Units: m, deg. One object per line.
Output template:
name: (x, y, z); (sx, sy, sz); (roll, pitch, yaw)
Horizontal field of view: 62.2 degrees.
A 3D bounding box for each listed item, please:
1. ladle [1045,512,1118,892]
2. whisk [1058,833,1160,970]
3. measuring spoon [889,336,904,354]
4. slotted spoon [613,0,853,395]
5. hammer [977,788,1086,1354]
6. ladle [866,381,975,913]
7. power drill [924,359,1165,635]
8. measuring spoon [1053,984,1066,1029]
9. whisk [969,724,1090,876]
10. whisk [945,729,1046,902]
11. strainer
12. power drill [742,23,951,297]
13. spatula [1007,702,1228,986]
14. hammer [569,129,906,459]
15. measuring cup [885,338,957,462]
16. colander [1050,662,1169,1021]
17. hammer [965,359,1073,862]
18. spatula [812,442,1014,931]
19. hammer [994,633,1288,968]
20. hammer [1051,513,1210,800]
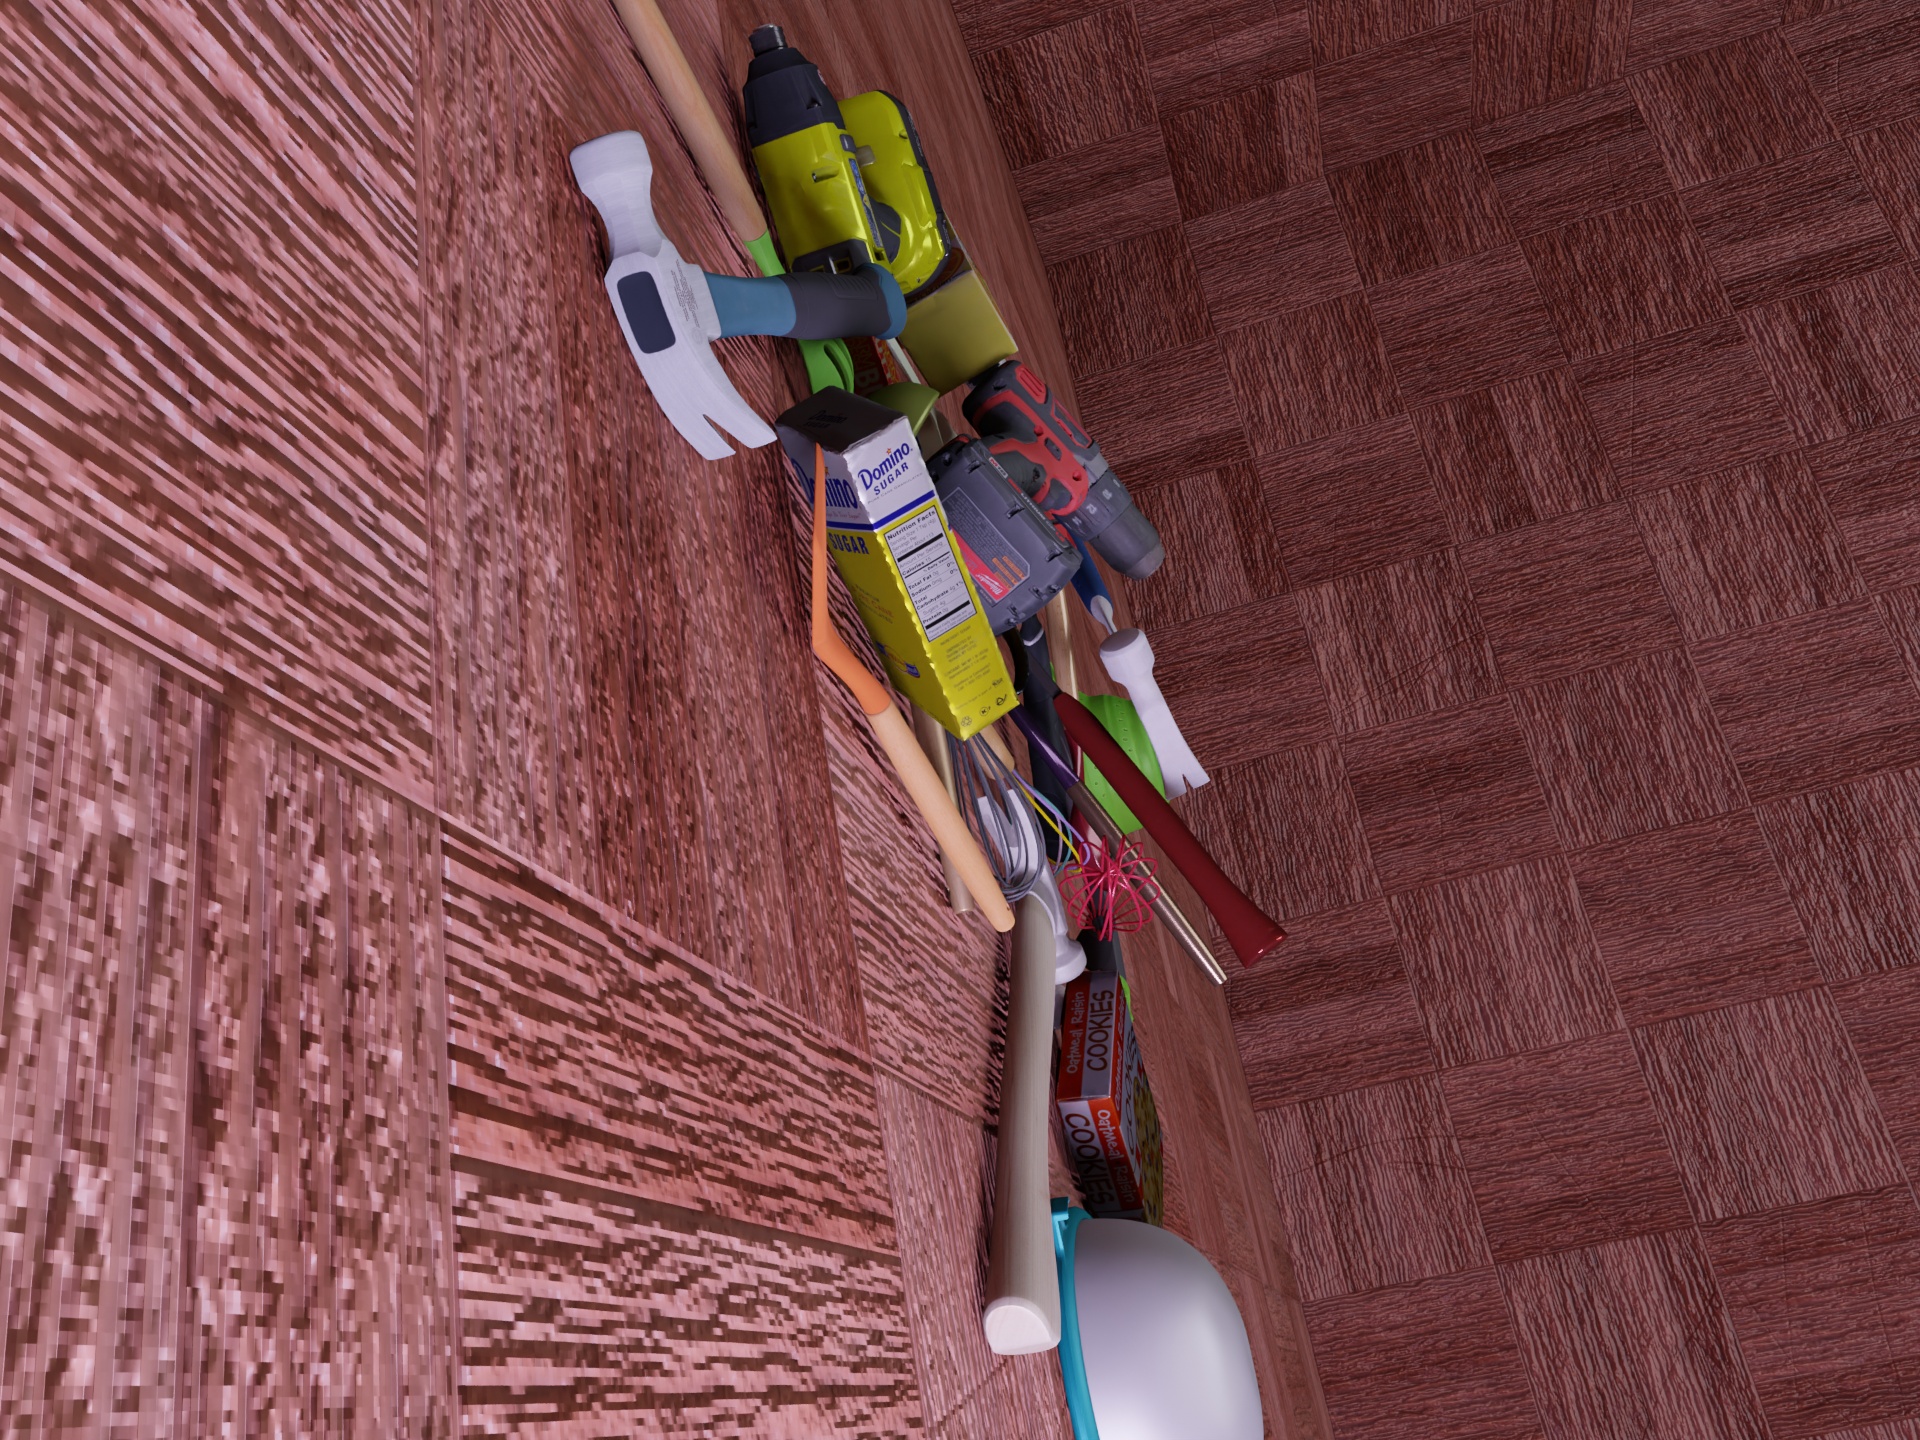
ladle: (0.086, -0.019, 1.258); (0.069, 0.031, 0.315); (18, 63, -77)
whisk: (0.107, 0.148, 1.198); (0.295, 0.073, 0.073); (88, -9, -69)
measuring spoon: (-0.057, -0.287, 1.208); (0.117, 0.011, 0.021); (-62, 135, -70)
slotted spoon: (-0.117, -0.271, 0.817); (0.313, 0.031, 0.070); (61, 20, -47)
hammer: (0.035, 0.189, 0.916); (0.411, 0.038, 0.146); (-81, 152, -66)
ladle: (-0.016, -0.047, 0.942); (0.078, 0.062, 0.320); (138, -58, -74)
power drill: (0.057, -0.143, 1.097); (0.188, 0.080, 0.227); (47, 31, -9)
measuring spoon: (0.065, 0.208, 1.090); (0.124, 0.018, 0.034); (-42, 116, -78)
whisk: (0.032, 0.045, 1.124); (0.047, 0.051, 0.244); (55, -1, 43)
whisk: (-0.001, -0.003, 0.979); (0.055, 0.055, 0.239); (30, 41, -76)
strainer: (0.138, 0.444, 0.916); (0.210, 0.095, 0.341); (58, 18, -58)
power drill: (-0.074, -0.345, 1.018); (0.223, 0.080, 0.171); (-60, 134, -72)
spatula: (0.100, 0.069, 1.194); (0.316, 0.018, 0.060); (53, 3, 5)
hammer: (-0.085, -0.202, 0.768); (0.331, 0.033, 0.128); (-46, 121, -70)
measuring cup: (-0.038, -0.217, 1.142); (0.167, 0.038, 0.083); (59, 16, -32)
colander: (0.160, 0.105, 1.539); (0.204, 0.094, 0.398); (63, 15, -49)
hammer: (0.056, -0.088, 1.296); (0.149, 0.036, 0.409); (15, 68, -73)
spatula: (-0.025, 0.006, 0.824); (0.081, 0.041, 0.322); (-95, 162, -48)
hammer: (0.100, 0.020, 1.116); (0.359, 0.036, 0.149); (52, 4, 22)
hammer: (0.117, -0.080, 1.284); (0.406, 0.035, 0.144); (-105, 168, -63)
